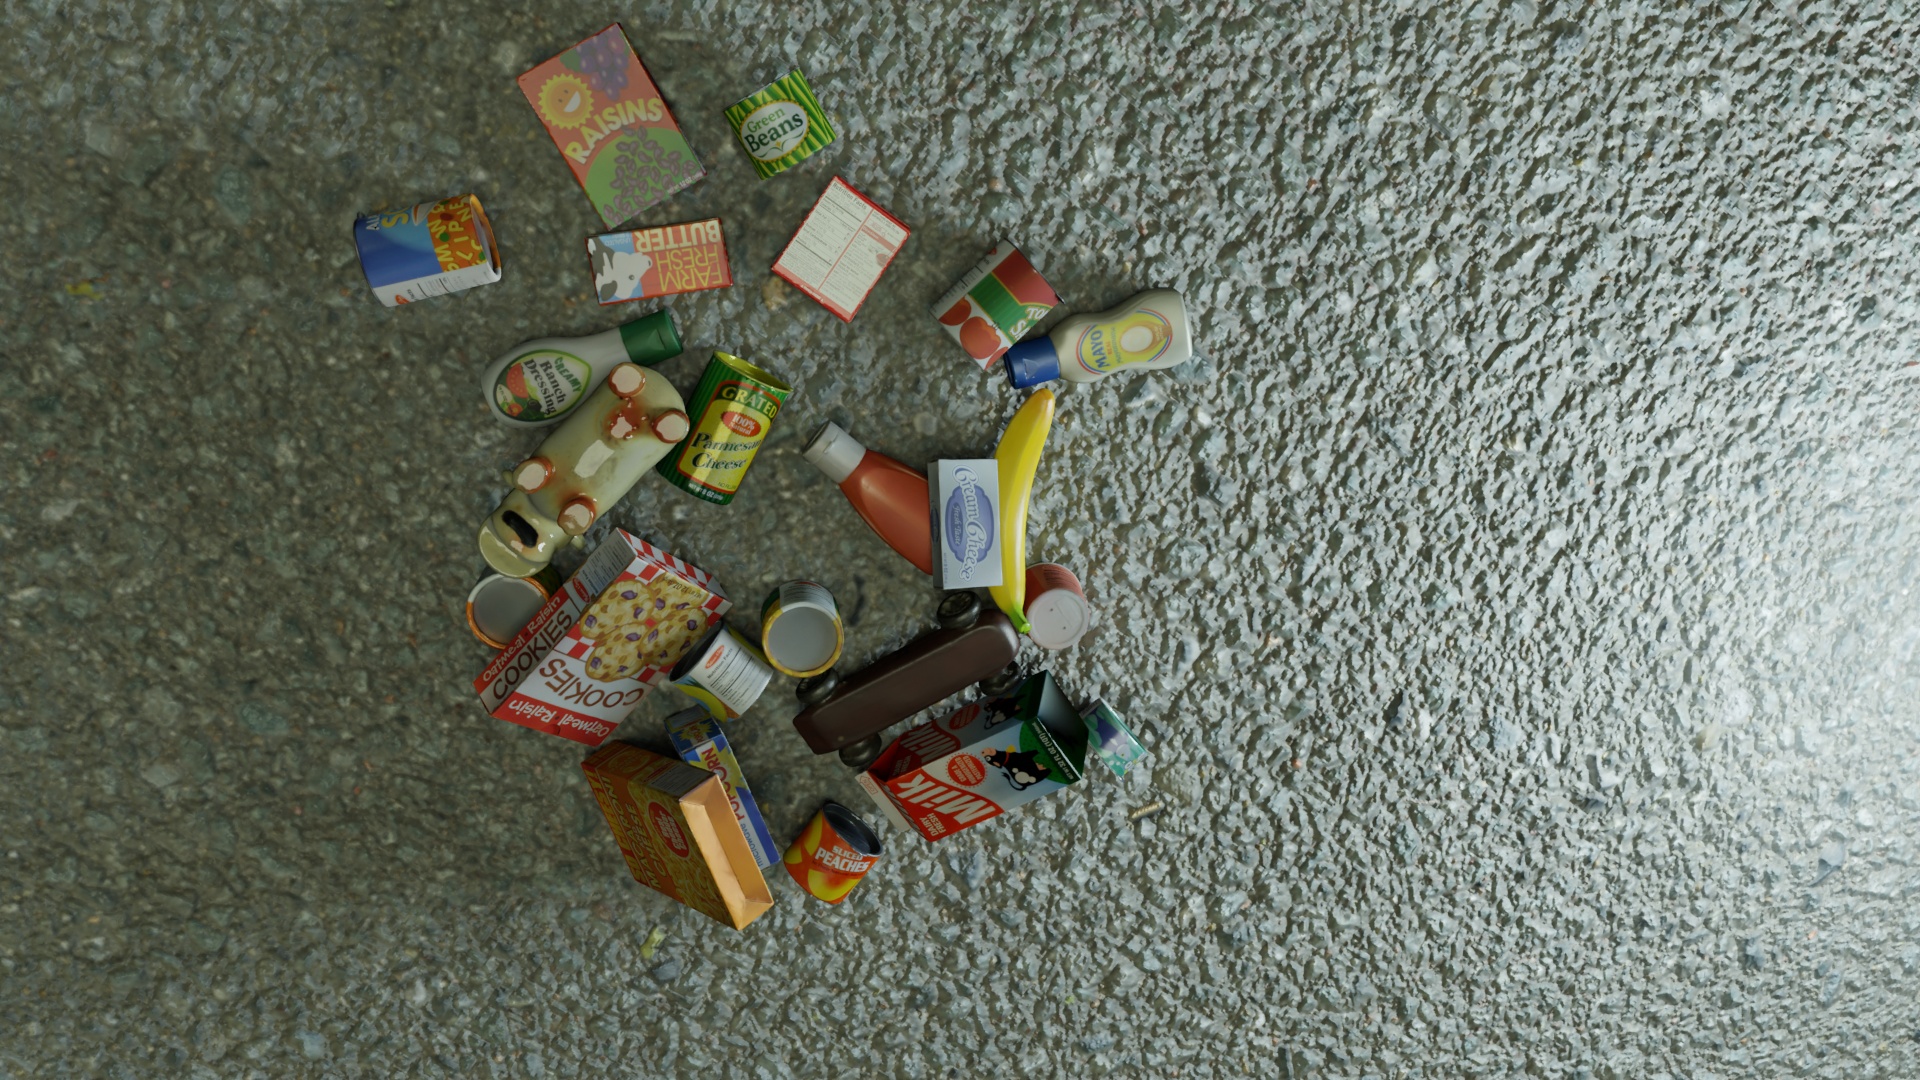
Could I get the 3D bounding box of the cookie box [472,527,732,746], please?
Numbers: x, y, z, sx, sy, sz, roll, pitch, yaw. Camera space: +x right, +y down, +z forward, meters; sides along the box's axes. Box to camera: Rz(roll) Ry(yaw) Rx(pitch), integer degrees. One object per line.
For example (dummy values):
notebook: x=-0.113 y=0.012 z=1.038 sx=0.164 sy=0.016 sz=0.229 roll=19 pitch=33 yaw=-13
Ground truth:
cookie box: x=-0.278 y=0.081 z=1.088 sx=0.167 sy=0.040 sz=0.123 roll=-46 pitch=147 yaw=5

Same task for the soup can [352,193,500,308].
soup can: x=-0.387 y=-0.214 z=1.009 sx=0.084 sy=0.071 sz=0.071 roll=-15 pitch=108 yaw=-5

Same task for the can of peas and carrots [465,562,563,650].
can of peas and carrots: x=-0.348 y=0.049 z=1.092 sx=0.071 sy=0.059 sz=0.070 roll=-2 pitch=106 yaw=-8

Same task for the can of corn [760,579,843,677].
can of corn: x=-0.130 y=0.074 z=1.136 sx=0.071 sy=0.058 sz=0.071 roll=-2 pitch=106 yaw=-8

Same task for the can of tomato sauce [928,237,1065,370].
can of tomato sauce: x=0.028 y=-0.182 z=1.085 sx=0.083 sy=0.071 sz=0.071 roll=-43 pitch=108 yaw=5

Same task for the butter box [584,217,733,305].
butter box: x=-0.228 y=-0.213 z=1.056 sx=0.103 sy=0.024 sz=0.053 roll=-10 pitch=106 yaw=-7

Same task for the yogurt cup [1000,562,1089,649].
yogurt cup: x=0.075 y=0.058 z=1.167 sx=0.072 sy=0.054 sz=0.072 roll=-3 pitch=106 yaw=-9

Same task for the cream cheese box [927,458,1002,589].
cream cheese box: x=0.004 y=-0.014 z=1.109 sx=0.053 sy=0.024 sz=0.103 roll=-3 pitch=89 yaw=-23

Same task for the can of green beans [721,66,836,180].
can of green beans: x=-0.133 y=-0.307 z=1.024 sx=0.071 sy=0.071 sz=0.057 roll=-30 pitch=109 yaw=0

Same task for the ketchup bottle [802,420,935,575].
ketchup bottle: x=-0.060 y=-0.038 z=1.123 sx=0.148 sy=0.043 sz=0.065 roll=39 pitch=89 yaw=-17

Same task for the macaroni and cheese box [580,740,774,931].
macaroni and cheese box: x=-0.229 y=0.233 z=1.112 sx=0.040 sy=0.166 sz=0.123 roll=-32 pitch=113 yaw=-34

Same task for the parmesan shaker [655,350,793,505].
parmesan shaker: x=-0.182 y=-0.086 z=1.079 sx=0.071 sy=0.071 sz=0.103 roll=26 pitch=100 yaw=-15

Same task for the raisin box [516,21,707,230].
raisin box: x=-0.254 y=-0.303 z=1.020 sx=0.086 sy=0.040 sz=0.123 roll=-29 pitch=109 yaw=1

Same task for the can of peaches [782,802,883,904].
can of peaches: x=-0.109 y=0.269 z=1.187 sx=0.071 sy=0.071 sz=0.058 roll=37 pitch=98 yaw=-17

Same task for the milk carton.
milk carton: x=0.006 y=0.188 z=1.166 sx=0.190 sy=0.074 sz=0.072 roll=-28 pitch=109 yaw=22

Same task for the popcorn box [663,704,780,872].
popcorn box: x=-0.197 y=0.206 z=1.145 sx=0.038 sy=0.085 sz=0.126 roll=-25 pitch=109 yaw=-15

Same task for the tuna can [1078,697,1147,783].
tuna can: x=0.131 y=0.172 z=1.200 sx=0.033 sy=0.071 sz=0.071 roll=-40 pitch=108 yaw=3

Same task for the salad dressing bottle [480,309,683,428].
salad dressing bottle: x=-0.287 y=-0.133 z=1.059 sx=0.148 sy=0.044 sz=0.064 roll=-22 pitch=110 yaw=-3

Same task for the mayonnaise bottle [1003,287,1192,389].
mayonnaise bottle: x=0.110 y=-0.157 z=1.119 sx=0.148 sy=0.041 sz=0.064 roll=-16 pitch=109 yaw=-5

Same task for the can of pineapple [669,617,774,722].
can of pineapple: x=-0.194 y=0.106 z=1.132 sx=0.058 sy=0.071 sz=0.071 roll=42 pitch=96 yaw=-18
